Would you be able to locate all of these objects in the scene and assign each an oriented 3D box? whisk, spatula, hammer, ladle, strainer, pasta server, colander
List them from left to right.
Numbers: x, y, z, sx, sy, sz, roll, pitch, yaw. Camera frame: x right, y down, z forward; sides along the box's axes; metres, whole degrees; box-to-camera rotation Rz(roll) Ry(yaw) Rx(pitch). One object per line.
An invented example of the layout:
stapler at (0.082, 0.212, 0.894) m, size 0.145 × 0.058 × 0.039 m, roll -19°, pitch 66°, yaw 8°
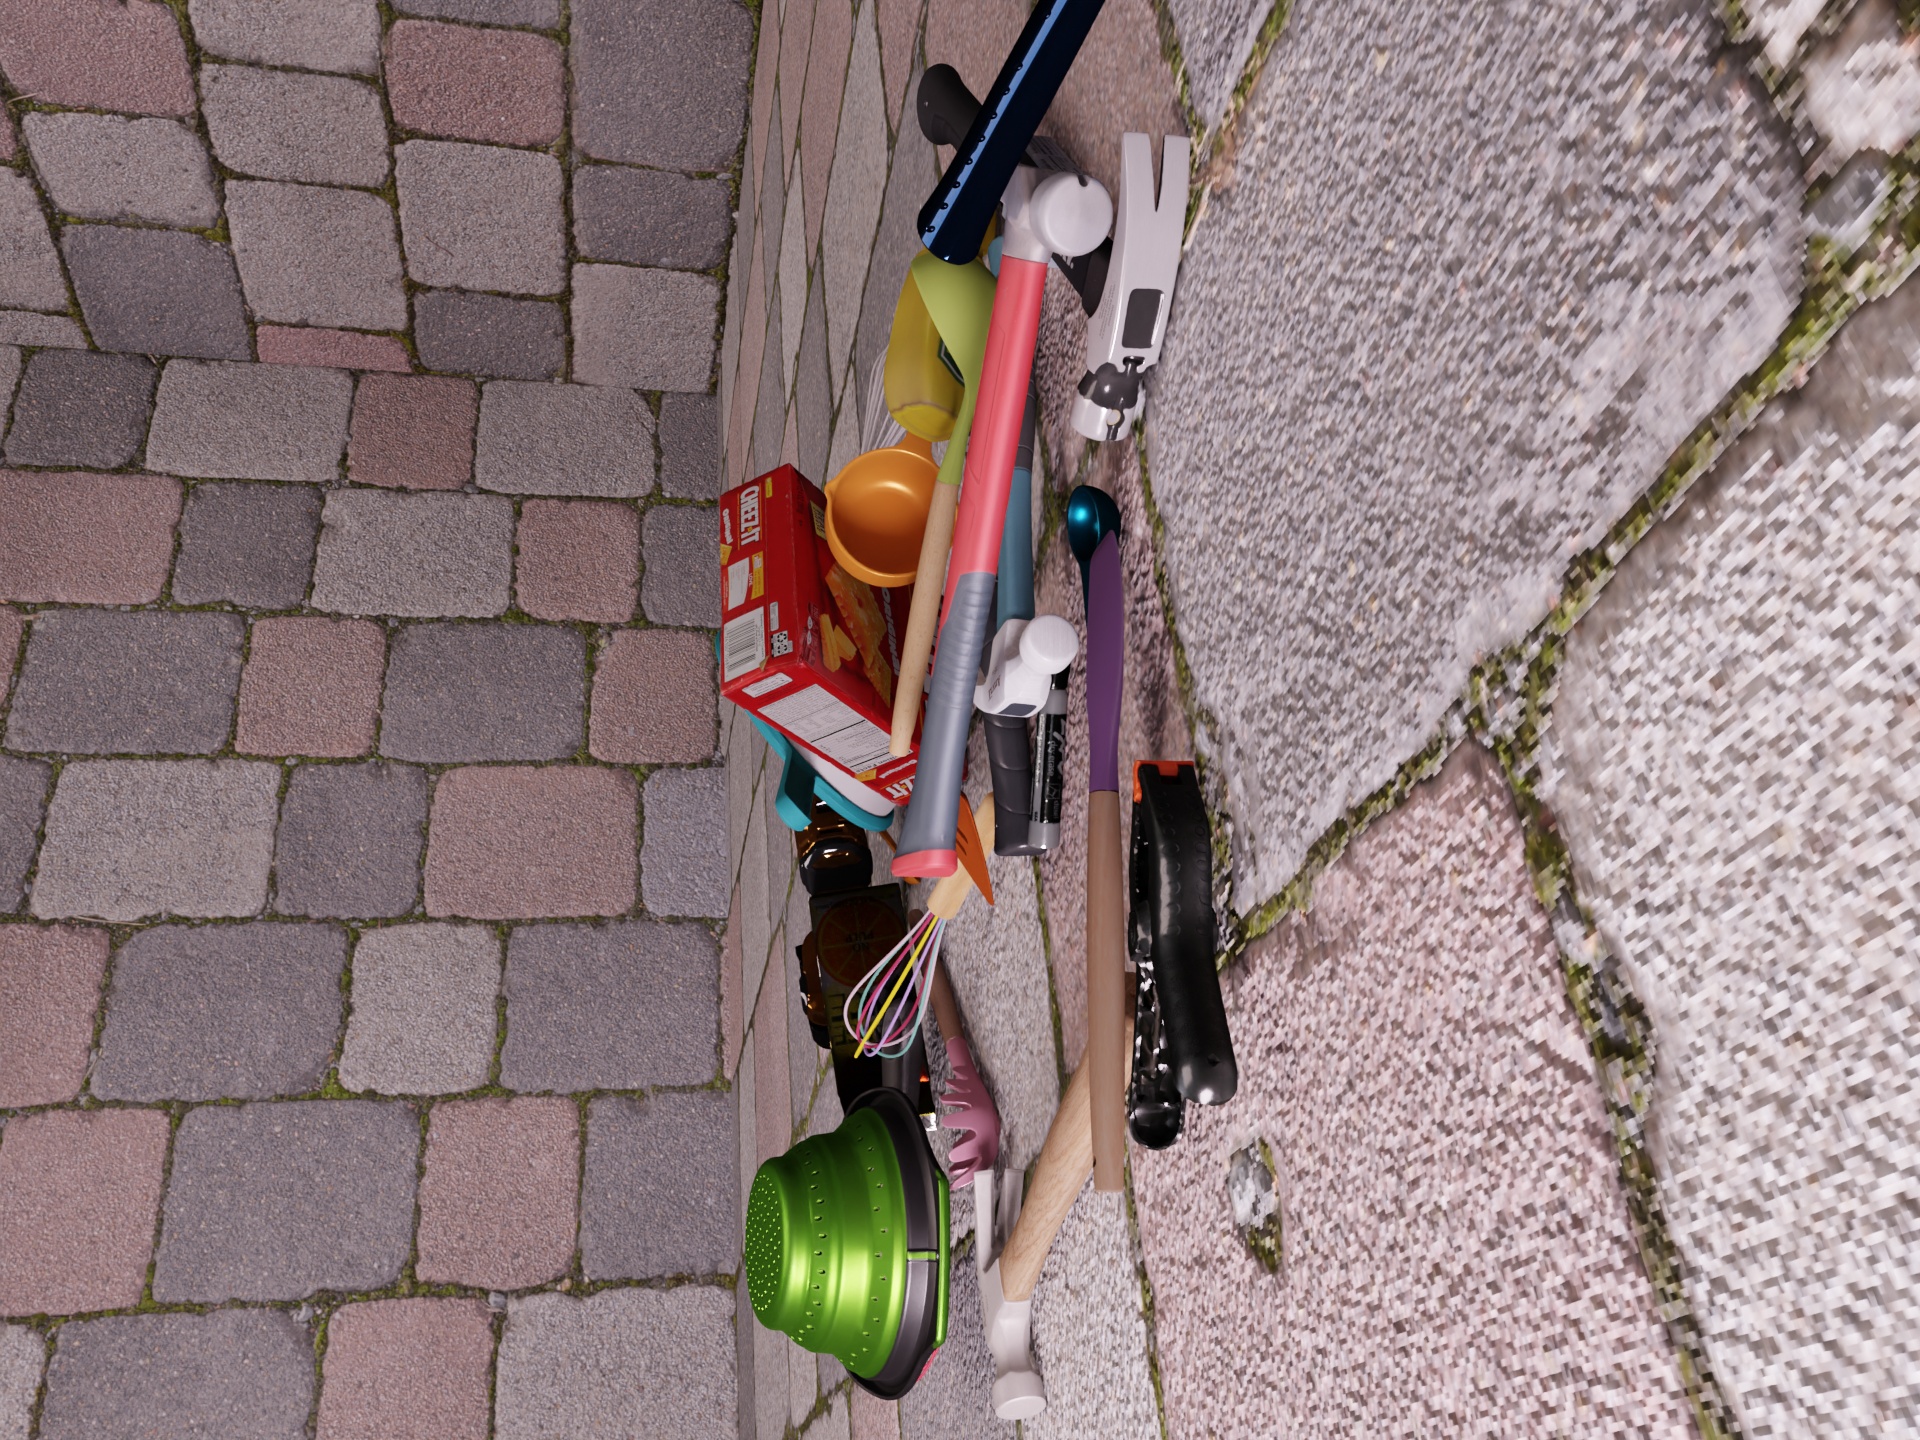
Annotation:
colander at (-0.120, 0.368, 1.153) m, size 0.397 × 0.094 × 0.204 m, roll 154°, pitch 120°, yaw -66°
strainer at (-0.092, -0.002, 1.227) m, size 0.095 × 0.211 × 0.340 m, roll -39°, pitch 13°, yaw 8°
whisk at (-0.079, -0.203, 1.306) m, size 0.058 × 0.059 × 0.246 m, roll 32°, pitch 104°, yaw 40°
whisk at (-0.045, 0.350, 1.170) m, size 0.073 × 0.073 × 0.296 m, roll -160°, pitch 71°, yaw -76°
ladle at (-0.024, -0.124, 0.973) m, size 0.078 × 0.062 × 0.320 m, roll -83°, pitch 4°, yaw -66°
whisk at (-0.022, 0.146, 1.082) m, size 0.051 × 0.047 × 0.245 m, roll 46°, pitch 125°, yaw 29°
pasta server at (-0.015, 0.220, 1.146) m, size 0.316 × 0.040 × 0.060 m, roll -115°, pitch 17°, yaw -65°
spatula at (-0.002, -0.003, 1.059) m, size 0.323 × 0.041 × 0.081 m, roll -87°, pitch -14°, yaw -57°
hammer at (0.003, -0.098, 0.858) m, size 0.143 × 0.038 × 0.386 m, roll -132°, pitch 48°, yaw -61°
hammer at (0.020, -0.098, 1.043) m, size 0.149 × 0.036 × 0.409 m, roll 116°, pitch 152°, yaw -58°
hammer at (0.033, -0.155, 0.945) m, size 0.128 × 0.033 × 0.331 m, roll 124°, pitch 150°, yaw -61°
hammer at (0.038, -0.300, 0.885) m, size 0.335 × 0.035 × 0.146 m, roll -116°, pitch 31°, yaw -47°
hammer at (0.053, 0.247, 0.865) m, size 0.130 × 0.031 × 0.331 m, roll -102°, pitch 19°, yaw -45°
spatula at (0.069, 0.059, 0.754) m, size 0.059 × 0.018 × 0.316 m, roll 127°, pitch 146°, yaw -71°
hammer at (0.078, -0.351, 0.641) m, size 0.405 × 0.035 × 0.144 m, roll 129°, pitch 144°, yaw -48°

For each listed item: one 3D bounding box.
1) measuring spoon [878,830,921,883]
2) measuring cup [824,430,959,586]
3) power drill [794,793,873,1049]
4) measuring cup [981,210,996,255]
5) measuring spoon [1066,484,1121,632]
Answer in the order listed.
measuring spoon at (-0.071, 0.089, 1.309) m, size 0.117 × 0.011 × 0.021 m, roll 53°, pitch -170°, yaw 5°
measuring cup at (-0.035, -0.172, 1.071) m, size 0.052 × 0.095 × 0.174 m, roll 135°, pitch 153°, yaw -75°
power drill at (-0.110, 0.148, 1.390) m, size 0.186 × 0.084 × 0.226 m, roll -110°, pitch 14°, yaw -58°
measuring cup at (0.009, -0.340, 1.159) m, size 0.156 × 0.029 × 0.062 m, roll 95°, pitch 173°, yaw -75°
measuring spoon at (0.078, -0.060, 0.838) m, size 0.042 × 0.021 × 0.128 m, roll 179°, pitch 83°, yaw -72°
